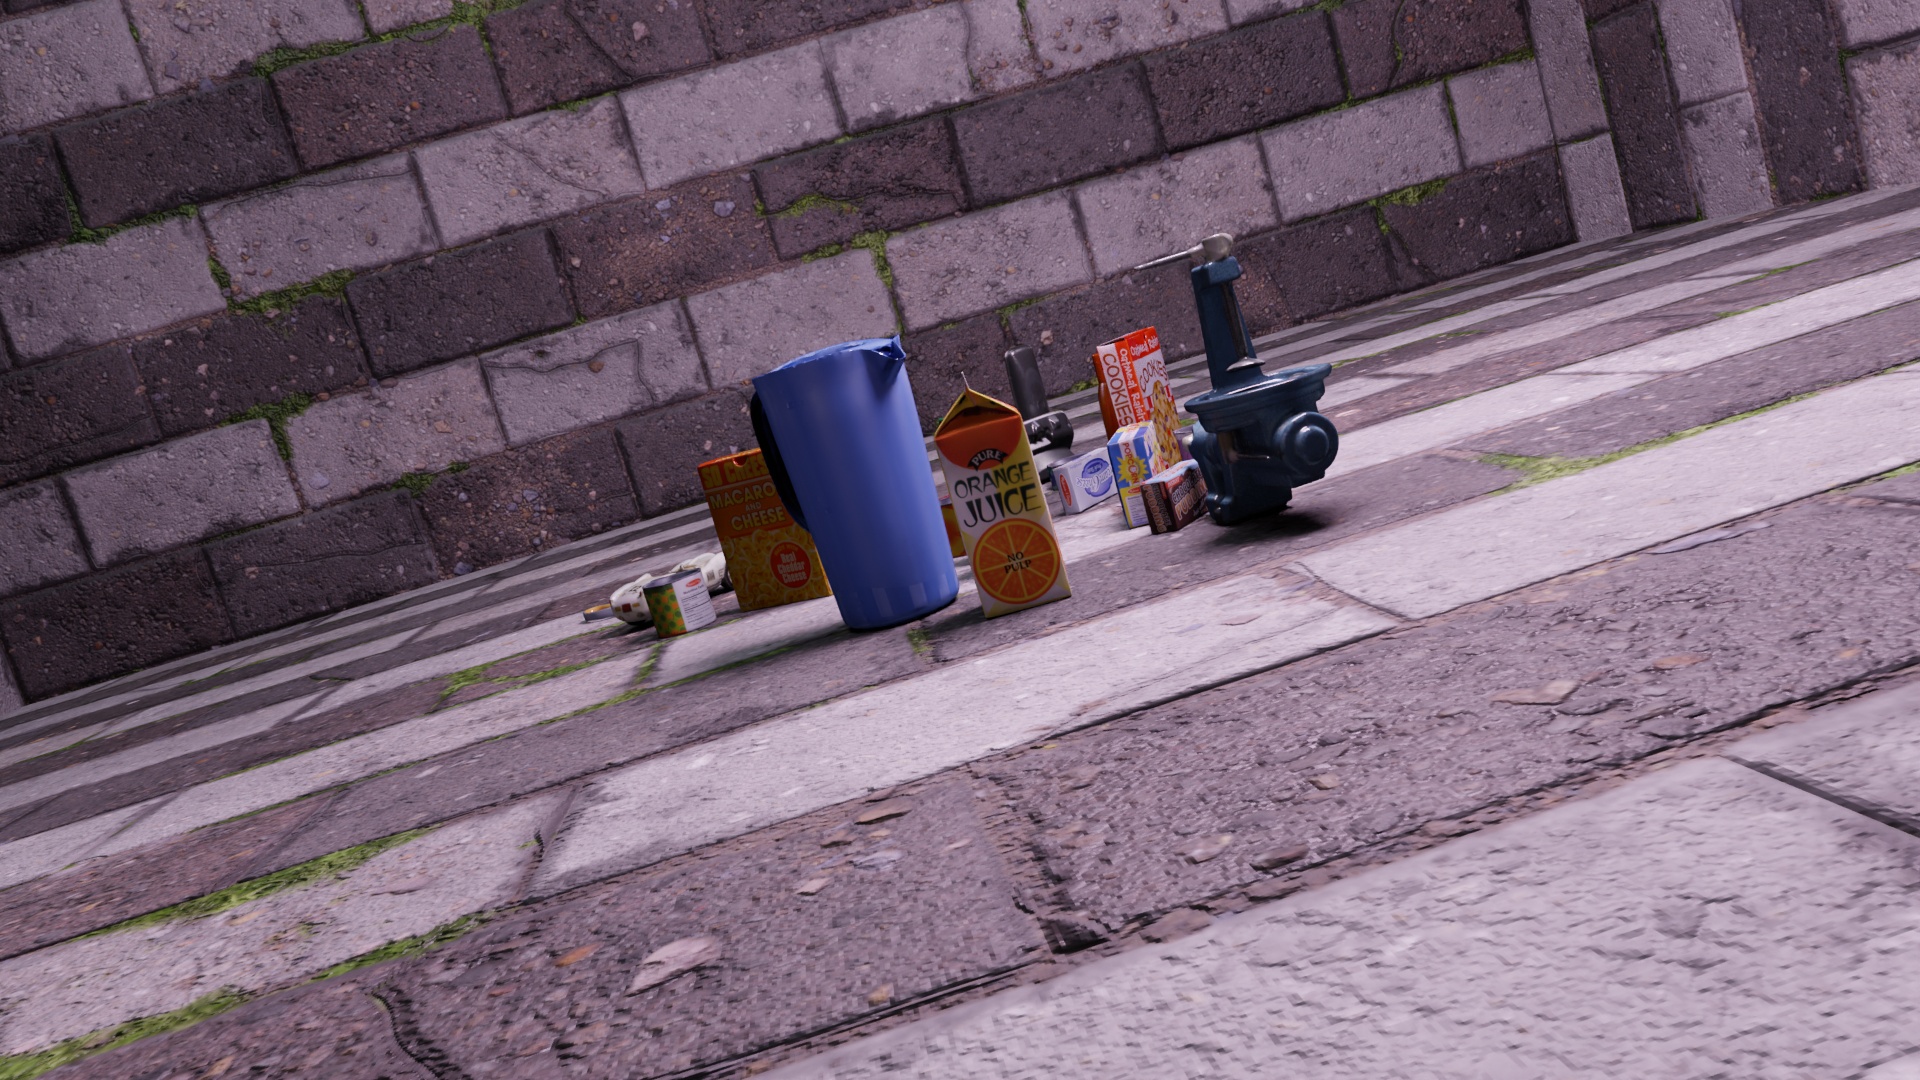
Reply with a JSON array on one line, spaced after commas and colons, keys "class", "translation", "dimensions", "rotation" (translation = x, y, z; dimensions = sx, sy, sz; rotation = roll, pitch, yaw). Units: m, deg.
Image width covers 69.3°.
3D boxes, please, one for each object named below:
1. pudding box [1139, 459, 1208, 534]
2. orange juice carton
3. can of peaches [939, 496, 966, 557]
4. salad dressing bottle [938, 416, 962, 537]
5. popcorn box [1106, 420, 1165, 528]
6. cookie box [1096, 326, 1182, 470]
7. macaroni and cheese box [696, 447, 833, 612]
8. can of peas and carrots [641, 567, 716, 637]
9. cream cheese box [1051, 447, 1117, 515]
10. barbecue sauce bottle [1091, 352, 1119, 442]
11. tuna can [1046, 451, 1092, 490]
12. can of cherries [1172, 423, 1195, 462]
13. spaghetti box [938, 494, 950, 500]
[{"class": "pudding box", "translation": [0.200, -0.042, 1.274], "dimensions": [0.030, 0.049, 0.084], "rotation": [-10, 10, 38]}, {"class": "orange juice carton", "translation": [0.028, -0.043, 1.115], "dimensions": [0.073, 0.192, 0.072], "rotation": [-16, 8, 3]}, {"class": "can of peaches", "translation": [0.005, -0.018, 1.473], "dimensions": [0.071, 0.058, 0.071], "rotation": [-16, 8, 2]}, {"class": "salad dressing bottle", "translation": [0.016, -0.056, 1.386], "dimensions": [0.064, 0.147, 0.044], "rotation": [-23, 10, -40]}, {"class": "popcorn box", "translation": [0.177, -0.067, 1.364], "dimensions": [0.038, 0.085, 0.127], "rotation": [-14, 8, 14]}, {"class": "cookie box", "translation": [0.216, -0.160, 1.622], "dimensions": [0.040, 0.167, 0.123], "rotation": [-13, 9, 26]}, {"class": "macaroni and cheese box", "translation": [-0.200, -0.015, 1.474], "dimensions": [0.123, 0.166, 0.040], "rotation": [-12, 9, 30]}, {"class": "can of peas and carrots", "translation": [-0.305, 0.068, 1.501], "dimensions": [0.071, 0.058, 0.071], "rotation": [-16, 8, 2]}, {"class": "cream cheese box", "translation": [0.143, -0.067, 1.545], "dimensions": [0.024, 0.053, 0.104], "rotation": [-10, 10, 38]}, {"class": "barbecue sauce bottle", "translation": [0.206, -0.173, 1.797], "dimensions": [0.043, 0.148, 0.065], "rotation": [-11, 10, 38]}, {"class": "tuna can", "translation": [0.143, -0.088, 1.758], "dimensions": [0.071, 0.032, 0.071], "rotation": [-16, 8, 2]}, {"class": "can of cherries", "translation": [0.266, -0.096, 1.481], "dimensions": [0.071, 0.058, 0.071], "rotation": [-16, 8, 2]}, {"class": "spaghetti box", "translation": [-0.036, -0.013, 1.545], "dimensions": [0.028, 0.050, 0.251], "rotation": [-10, 10, 40]}]
